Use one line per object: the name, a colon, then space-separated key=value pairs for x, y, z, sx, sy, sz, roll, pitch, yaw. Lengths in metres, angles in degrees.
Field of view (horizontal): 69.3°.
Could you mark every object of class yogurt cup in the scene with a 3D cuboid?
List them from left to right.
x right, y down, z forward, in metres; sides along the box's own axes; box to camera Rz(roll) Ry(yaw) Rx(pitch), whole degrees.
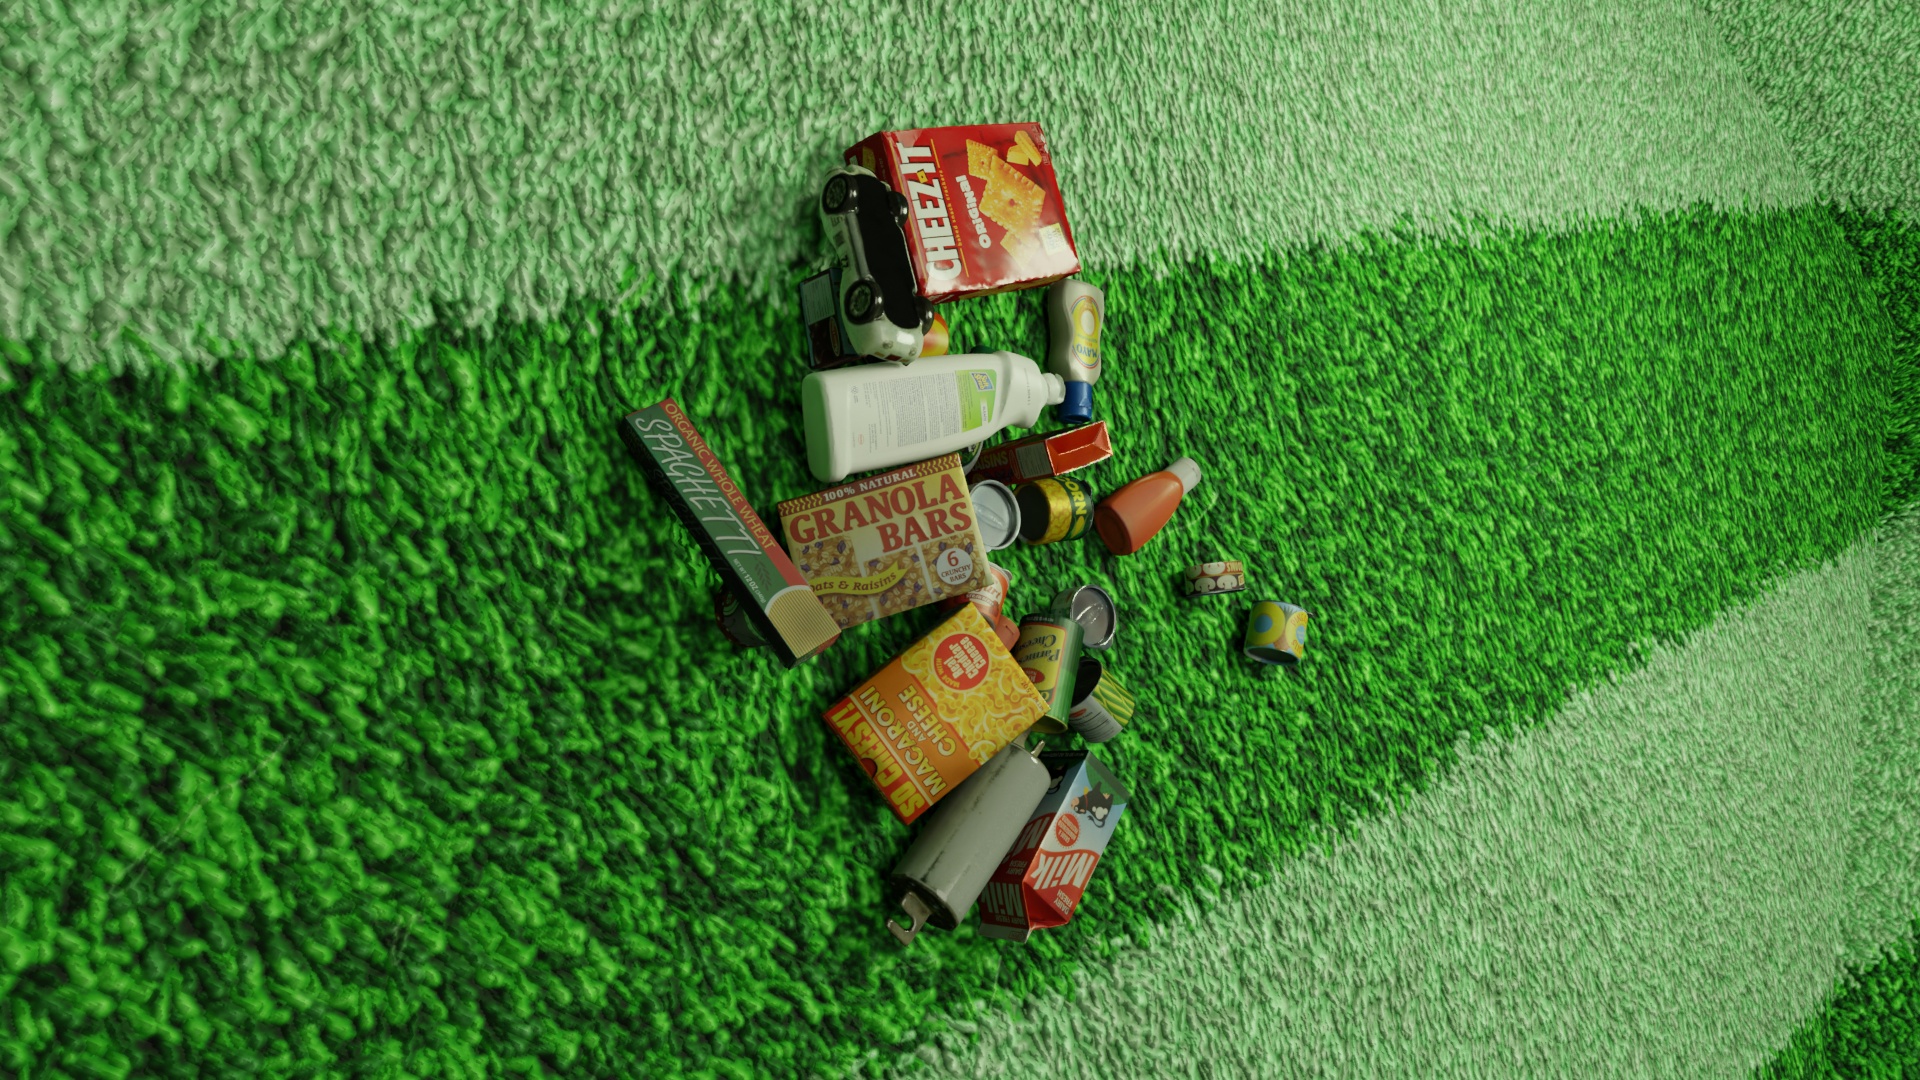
yogurt cup: x=0.010 y=0.057 z=1.309 sx=0.072 sy=0.072 sz=0.054 roll=33 pitch=48 yaw=-30

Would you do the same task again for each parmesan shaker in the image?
parmesan shaker: x=0.078 y=0.130 z=1.360 sx=0.071 sy=0.071 sz=0.103 roll=28 pitch=62 yaw=-32

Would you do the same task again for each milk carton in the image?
milk carton: x=0.081 y=0.298 z=1.328 sx=0.073 sy=0.072 sz=0.191 roll=48 pitch=57 yaw=-23

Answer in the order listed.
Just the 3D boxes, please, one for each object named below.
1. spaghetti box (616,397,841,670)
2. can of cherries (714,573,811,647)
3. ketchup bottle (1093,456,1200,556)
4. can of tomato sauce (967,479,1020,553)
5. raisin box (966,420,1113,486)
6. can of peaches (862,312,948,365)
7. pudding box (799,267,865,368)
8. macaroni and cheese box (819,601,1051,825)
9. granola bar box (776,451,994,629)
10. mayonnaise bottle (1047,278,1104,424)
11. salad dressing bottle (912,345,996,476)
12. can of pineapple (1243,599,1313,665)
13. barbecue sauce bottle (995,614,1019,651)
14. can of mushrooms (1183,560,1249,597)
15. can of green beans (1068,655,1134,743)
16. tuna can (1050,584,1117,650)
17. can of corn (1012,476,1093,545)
spaghetti box: x=-0.191 y=-0.008 z=1.137 sx=0.050 sy=0.028 sz=0.250 roll=-31 pitch=80 yaw=-37
can of cherries: x=-0.169 y=0.055 z=1.180 sx=0.071 sy=0.058 sz=0.071 roll=7 pitch=79 yaw=-37
ketchup bottle: x=0.207 y=-0.043 z=1.508 sx=0.149 sy=0.043 sz=0.064 roll=-36 pitch=106 yaw=-37
can of tomato sauce: x=0.005 y=-0.016 z=1.315 sx=0.071 sy=0.083 sz=0.071 roll=8 pitch=78 yaw=-38
raisin box: x=0.074 y=-0.082 z=1.357 sx=0.086 sy=0.123 sz=0.040 roll=-22 pitch=98 yaw=-39
can of peaches: x=-0.053 y=-0.191 z=1.310 sx=0.058 sy=0.071 sz=0.071 roll=7 pitch=78 yaw=-38
pudding box: x=-0.117 y=-0.202 z=1.271 sx=0.030 sy=0.049 sz=0.083 roll=-6 pitch=85 yaw=-44
macaroni and cheese box: x=-0.022 y=0.152 z=1.237 sx=0.167 sy=0.040 sz=0.123 roll=-37 pitch=93 yaw=-13
granola bar box: x=-0.067 y=0.003 z=1.232 sx=0.166 sy=0.039 sz=0.124 roll=-16 pitch=94 yaw=-8
mayonnaise bottle: x=0.122 y=-0.198 z=1.468 sx=0.065 sy=0.041 sz=0.148 roll=11 pitch=75 yaw=-39
salad dressing bottle: x=0.001 y=-0.123 z=1.356 sx=0.064 sy=0.044 sz=0.148 roll=32 pitch=63 yaw=-17
can of pineapple: x=0.363 y=0.106 z=1.590 sx=0.071 sy=0.071 sz=0.058 roll=28 pitch=67 yaw=-32
barbecue sauce bottle: x=0.004 y=0.132 z=1.315 sx=0.065 sy=0.043 sz=0.149 roll=49 pitch=55 yaw=-14
can of mushrooms: x=0.283 y=0.043 z=1.537 sx=0.071 sy=0.071 sz=0.033 roll=-1 pitch=81 yaw=-39
can of green beans: x=0.133 y=0.161 z=1.398 sx=0.057 sy=0.071 sz=0.071 roll=46 pitch=57 yaw=-24
tuna can: x=0.128 y=0.082 z=1.429 sx=0.071 sy=0.032 sz=0.071 roll=8 pitch=78 yaw=-38
can of corn: x=0.091 y=-0.032 z=1.396 sx=0.058 sy=0.071 sz=0.071 roll=-7 pitch=87 yaw=-39
